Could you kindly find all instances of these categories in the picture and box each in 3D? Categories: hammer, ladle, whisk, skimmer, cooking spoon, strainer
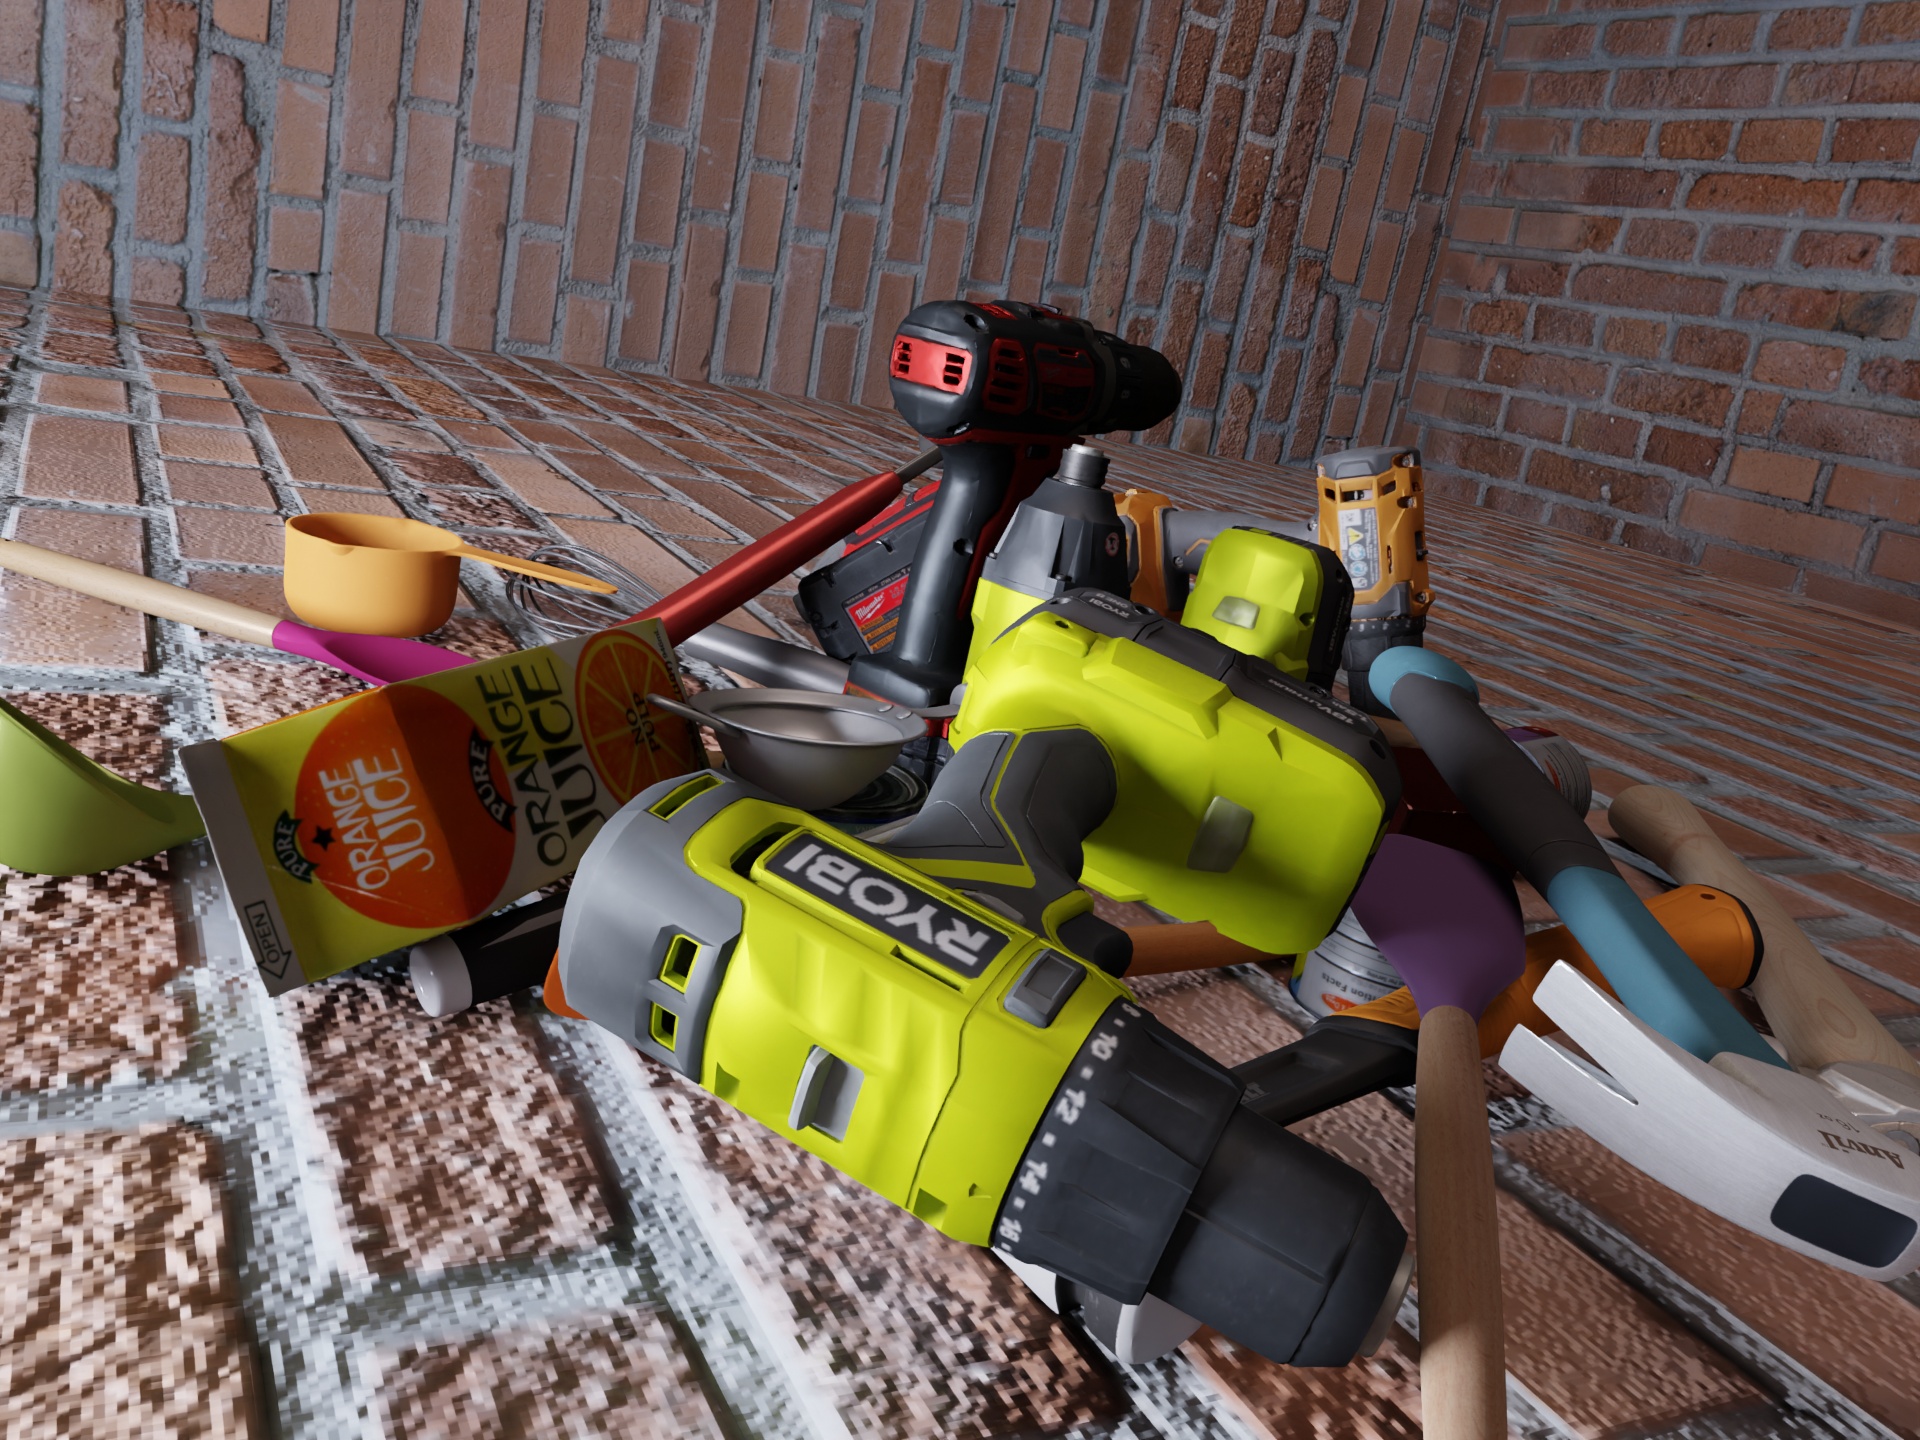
[{"bbox_3d":[0.363,0.099,0.701,0.146,0.038,0.411,15,15,9],"label":"hammer"},{"bbox_3d":[-0.200,0.013,0.587,0.078,0.062,0.320,24,17,39],"label":"ladle"},{"bbox_3d":[-0.144,-0.046,0.861,0.239,0.055,0.055,20,17,14],"label":"whisk"},{"bbox_3d":[0.136,0.093,0.493,0.336,0.034,0.127,-9,25,-35],"label":"hammer"},{"bbox_3d":[-0.006,0.065,0.563,0.363,0.090,0.127,-16,3,-37],"label":"skimmer"},{"bbox_3d":[-0.350,-0.047,0.772,0.319,0.017,0.069,16,15,16],"label":"cooking spoon"},{"bbox_3d":[-0.068,-0.106,0.845,0.149,0.036,0.359,-16,18,49],"label":"hammer"},{"bbox_3d":[0.198,0.050,0.512,0.128,0.033,0.331,18,22,-10],"label":"hammer"},{"bbox_3d":[-0.001,-0.002,0.610,0.258,0.050,0.087,-10,20,-36],"label":"strainer"}]

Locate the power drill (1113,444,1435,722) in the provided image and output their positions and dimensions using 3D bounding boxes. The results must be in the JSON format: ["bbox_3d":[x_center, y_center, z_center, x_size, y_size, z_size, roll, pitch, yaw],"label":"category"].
[{"bbox_3d":[0.190,-0.073,1.024,0.226,0.185,0.084,-3,6,32],"label":"power drill"}]

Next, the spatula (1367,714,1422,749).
[{"bbox_3d":[0.132,-0.023,0.917,0.082,0.044,0.318,6,4,-44],"label":"spatula"}]

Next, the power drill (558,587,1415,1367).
[{"bbox_3d":[0.038,0.051,0.412,0.190,0.080,0.228,26,28,16],"label":"power drill"}]

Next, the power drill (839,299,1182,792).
[{"bbox_3d":[0.030,-0.087,0.777,0.080,0.226,0.187,22,19,36],"label":"power drill"}]

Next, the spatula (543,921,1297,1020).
[{"bbox_3d":[0.022,0.073,0.535,0.322,0.081,0.041,3,41,-42],"label":"spatula"}]

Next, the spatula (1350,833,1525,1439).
[{"bbox_3d":[0.126,0.092,0.418,0.060,0.018,0.316,17,22,9],"label":"spatula"}]

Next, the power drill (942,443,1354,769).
[{"bbox_3d":[0.092,-0.036,0.754,0.080,0.171,0.223,23,16,39],"label":"power drill"}]

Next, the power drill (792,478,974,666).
[{"bbox_3d":[-0.037,-0.087,0.953,0.143,0.078,0.220,-29,14,3],"label":"power drill"}]

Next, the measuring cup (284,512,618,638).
[{"bbox_3d":[-0.268,-0.066,0.837,0.173,0.052,0.095,13,15,0],"label":"measuring cup"}]
